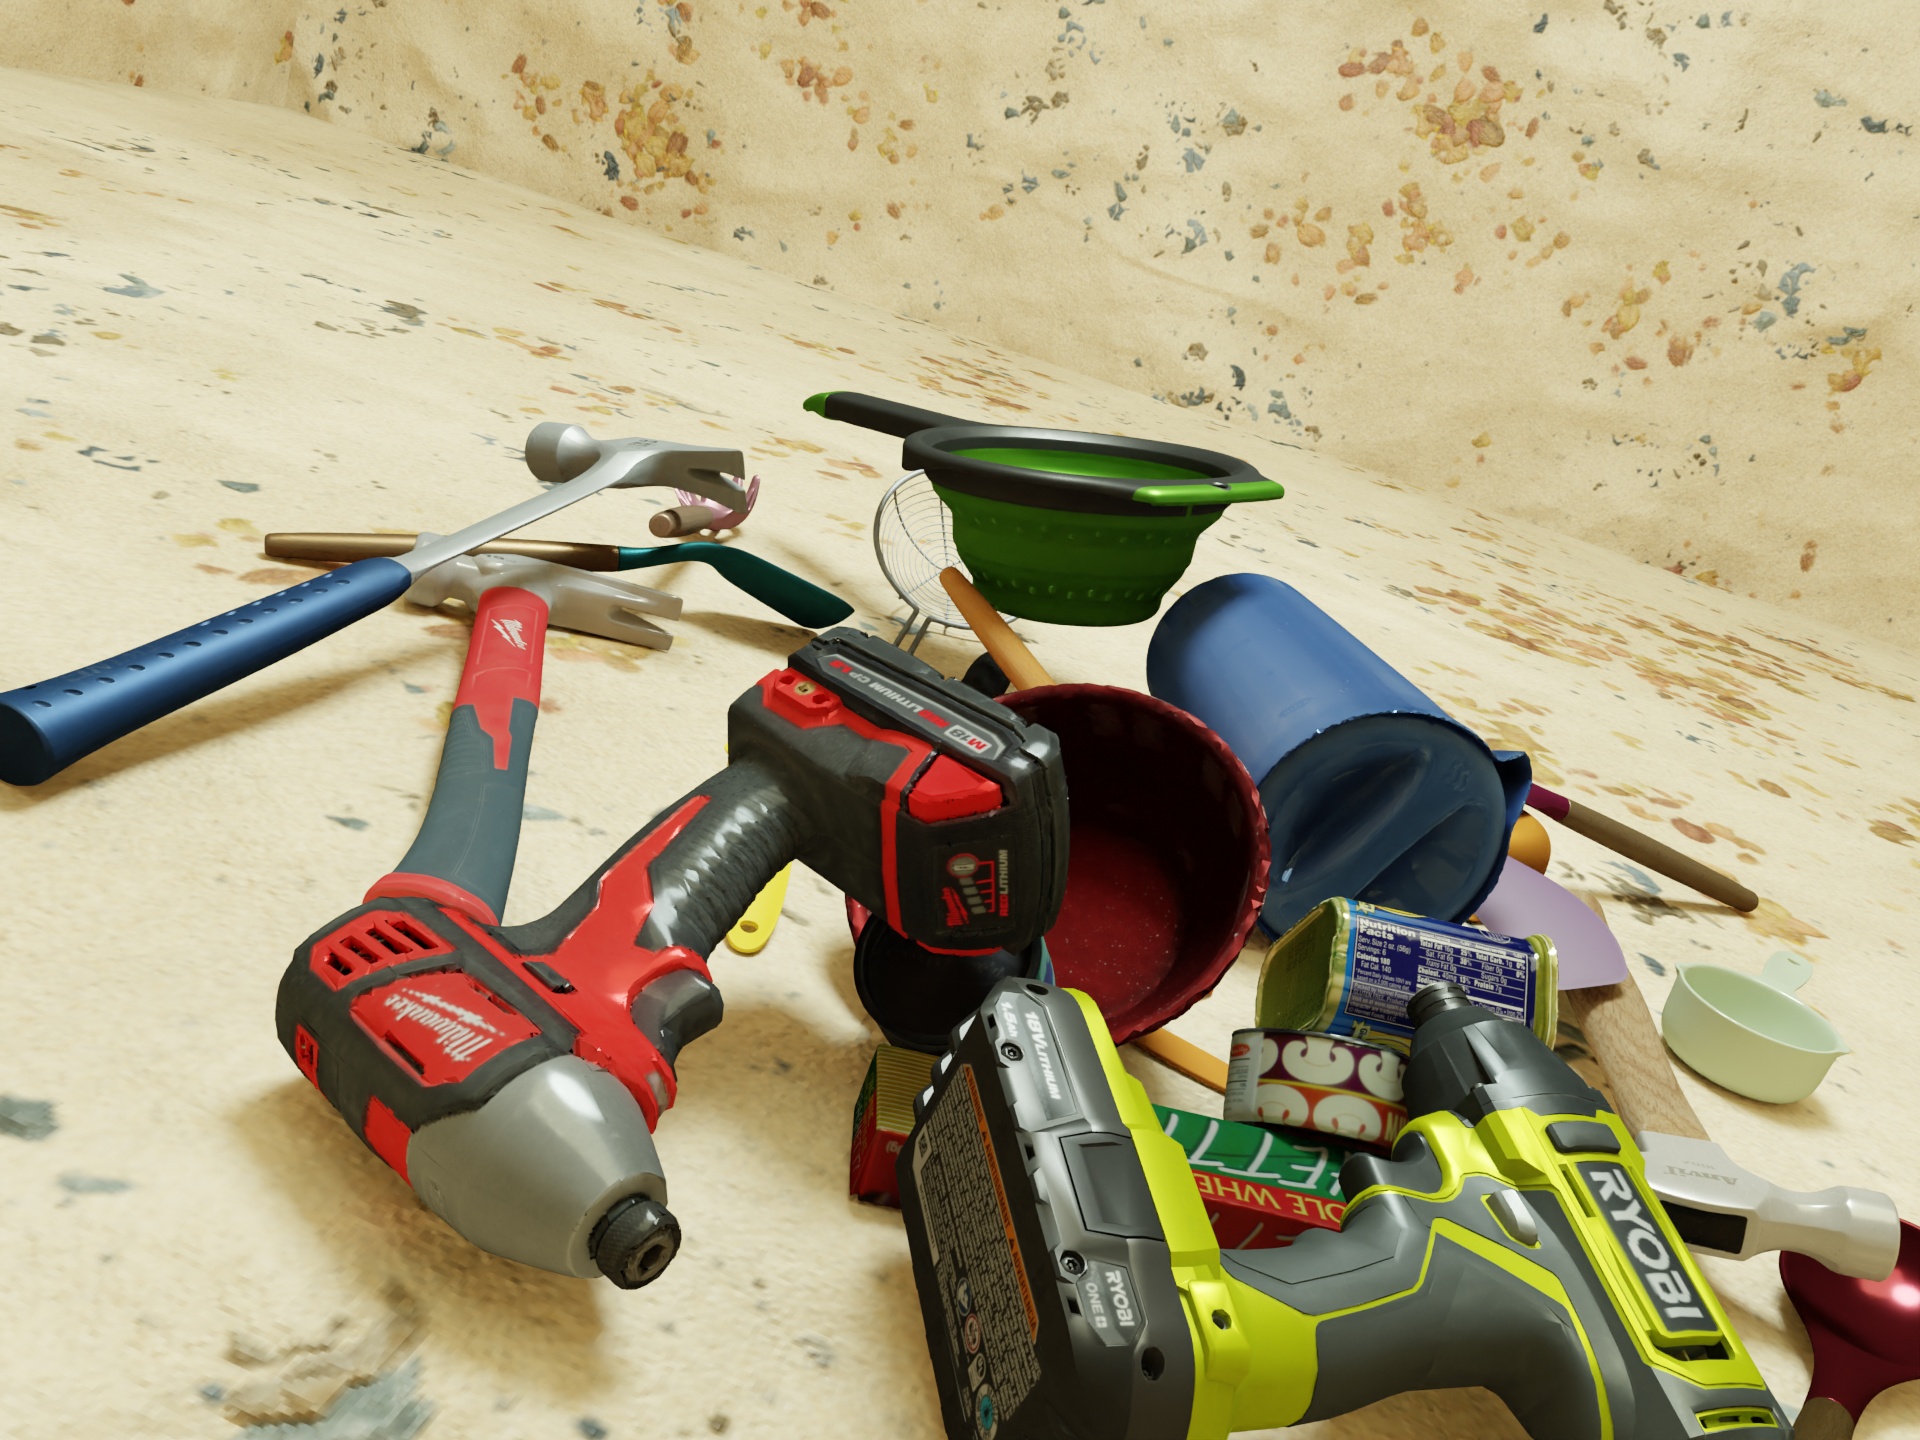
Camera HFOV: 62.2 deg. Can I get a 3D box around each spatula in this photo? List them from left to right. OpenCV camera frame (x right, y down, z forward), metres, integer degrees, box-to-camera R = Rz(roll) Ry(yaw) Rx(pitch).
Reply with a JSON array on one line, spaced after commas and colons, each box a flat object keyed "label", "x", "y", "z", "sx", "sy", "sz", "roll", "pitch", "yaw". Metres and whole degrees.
[{"label": "spatula", "x": -0.219, "y": -0.082, "z": 0.896, "sx": 0.317, "sy": 0.044, "sz": 0.082, "roll": 0, "pitch": -5, "yaw": -22}, {"label": "spatula", "x": 0.043, "y": 0.006, "z": 0.782, "sx": 0.081, "sy": 0.041, "sz": 0.323, "roll": 40, "pitch": 10, "yaw": -37}, {"label": "spatula", "x": 0.250, "y": 0.044, "z": 0.848, "sx": 0.059, "sy": 0.018, "sz": 0.316, "roll": -5, "pitch": 30, "yaw": -14}]

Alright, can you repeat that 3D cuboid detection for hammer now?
[{"label": "hammer", "x": -0.247, "y": -0.070, "z": 0.721, "sx": 0.144, "sy": 0.035, "sz": 0.405, "roll": 10, "pitch": 27, "yaw": 22}, {"label": "hammer", "x": -0.188, "y": 0.002, "z": 0.694, "sx": 0.143, "sy": 0.038, "sz": 0.387, "roll": 13, "pitch": 20, "yaw": -17}, {"label": "hammer", "x": 0.293, "y": 0.140, "z": 0.712, "sx": 0.130, "sy": 0.031, "sz": 0.331, "roll": 8, "pitch": 14, "yaw": 11}]

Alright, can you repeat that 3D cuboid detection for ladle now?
[{"label": "ladle", "x": 0.262, "y": 0.226, "z": 0.486, "sx": 0.069, "sy": 0.031, "sz": 0.315, "roll": 22, "pitch": 20, "yaw": 34}]

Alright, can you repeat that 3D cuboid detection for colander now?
[{"label": "colander", "x": 0.016, "y": -0.134, "z": 0.981, "sx": 0.204, "sy": 0.094, "sz": 0.397, "roll": -8, "pitch": 22, "yaw": -36}]

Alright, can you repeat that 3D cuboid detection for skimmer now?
[{"label": "skimmer", "x": -0.016, "y": -0.075, "z": 0.966, "sx": 0.127, "sy": 0.090, "sz": 0.363, "roll": 33, "pitch": 20, "yaw": -4}]

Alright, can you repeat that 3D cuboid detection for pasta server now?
[{"label": "pasta server", "x": -0.168, "y": -0.136, "z": 1.009, "sx": 0.060, "sy": 0.040, "sz": 0.316, "roll": 1, "pitch": 9, "yaw": -2}]

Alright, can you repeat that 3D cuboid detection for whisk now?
[{"label": "whisk", "x": -0.001, "y": -0.003, "z": 0.838, "sx": 0.073, "sy": 0.073, "sz": 0.296, "roll": 19, "pitch": 14, "yaw": 5}]

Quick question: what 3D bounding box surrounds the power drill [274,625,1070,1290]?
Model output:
[{"label": "power drill", "x": -0.072, "y": 0.067, "z": 0.475, "sx": 0.143, "sy": 0.078, "sz": 0.219, "roll": 29, "pitch": 47, "yaw": 34}]

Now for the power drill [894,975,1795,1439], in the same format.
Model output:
[{"label": "power drill", "x": 0.103, "y": 0.141, "z": 0.452, "sx": 0.223, "sy": 0.080, "sz": 0.171, "roll": 8, "pitch": 39, "yaw": -23}]

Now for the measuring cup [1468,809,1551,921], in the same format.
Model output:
[{"label": "measuring cup", "x": 0.243, "y": 0.057, "z": 0.886, "sx": 0.173, "sy": 0.052, "sz": 0.095, "roll": 18, "pitch": 19, "yaw": -1}]

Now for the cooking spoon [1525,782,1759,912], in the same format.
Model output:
[{"label": "cooking spoon", "x": 0.368, "y": 0.060, "z": 0.933, "sx": 0.318, "sy": 0.017, "sz": 0.069, "roll": 23, "pitch": 5, "yaw": -27}]

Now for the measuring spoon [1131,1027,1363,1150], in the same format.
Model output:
[{"label": "measuring spoon", "x": 0.106, "y": 0.136, "z": 0.616, "sx": 0.117, "sy": 0.011, "sz": 0.021, "roll": 25, "pitch": 21, "yaw": 21}]

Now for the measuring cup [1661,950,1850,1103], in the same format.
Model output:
[{"label": "measuring cup", "x": 0.402, "y": 0.148, "z": 0.800, "sx": 0.083, "sy": 0.038, "sz": 0.167, "roll": 29, "pitch": 21, "yaw": 30}]

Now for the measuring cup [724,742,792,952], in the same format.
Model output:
[{"label": "measuring cup", "x": -0.081, "y": 0.055, "z": 0.674, "sx": 0.062, "sy": 0.029, "sz": 0.157, "roll": 14, "pitch": 31, "yaw": -5}]
